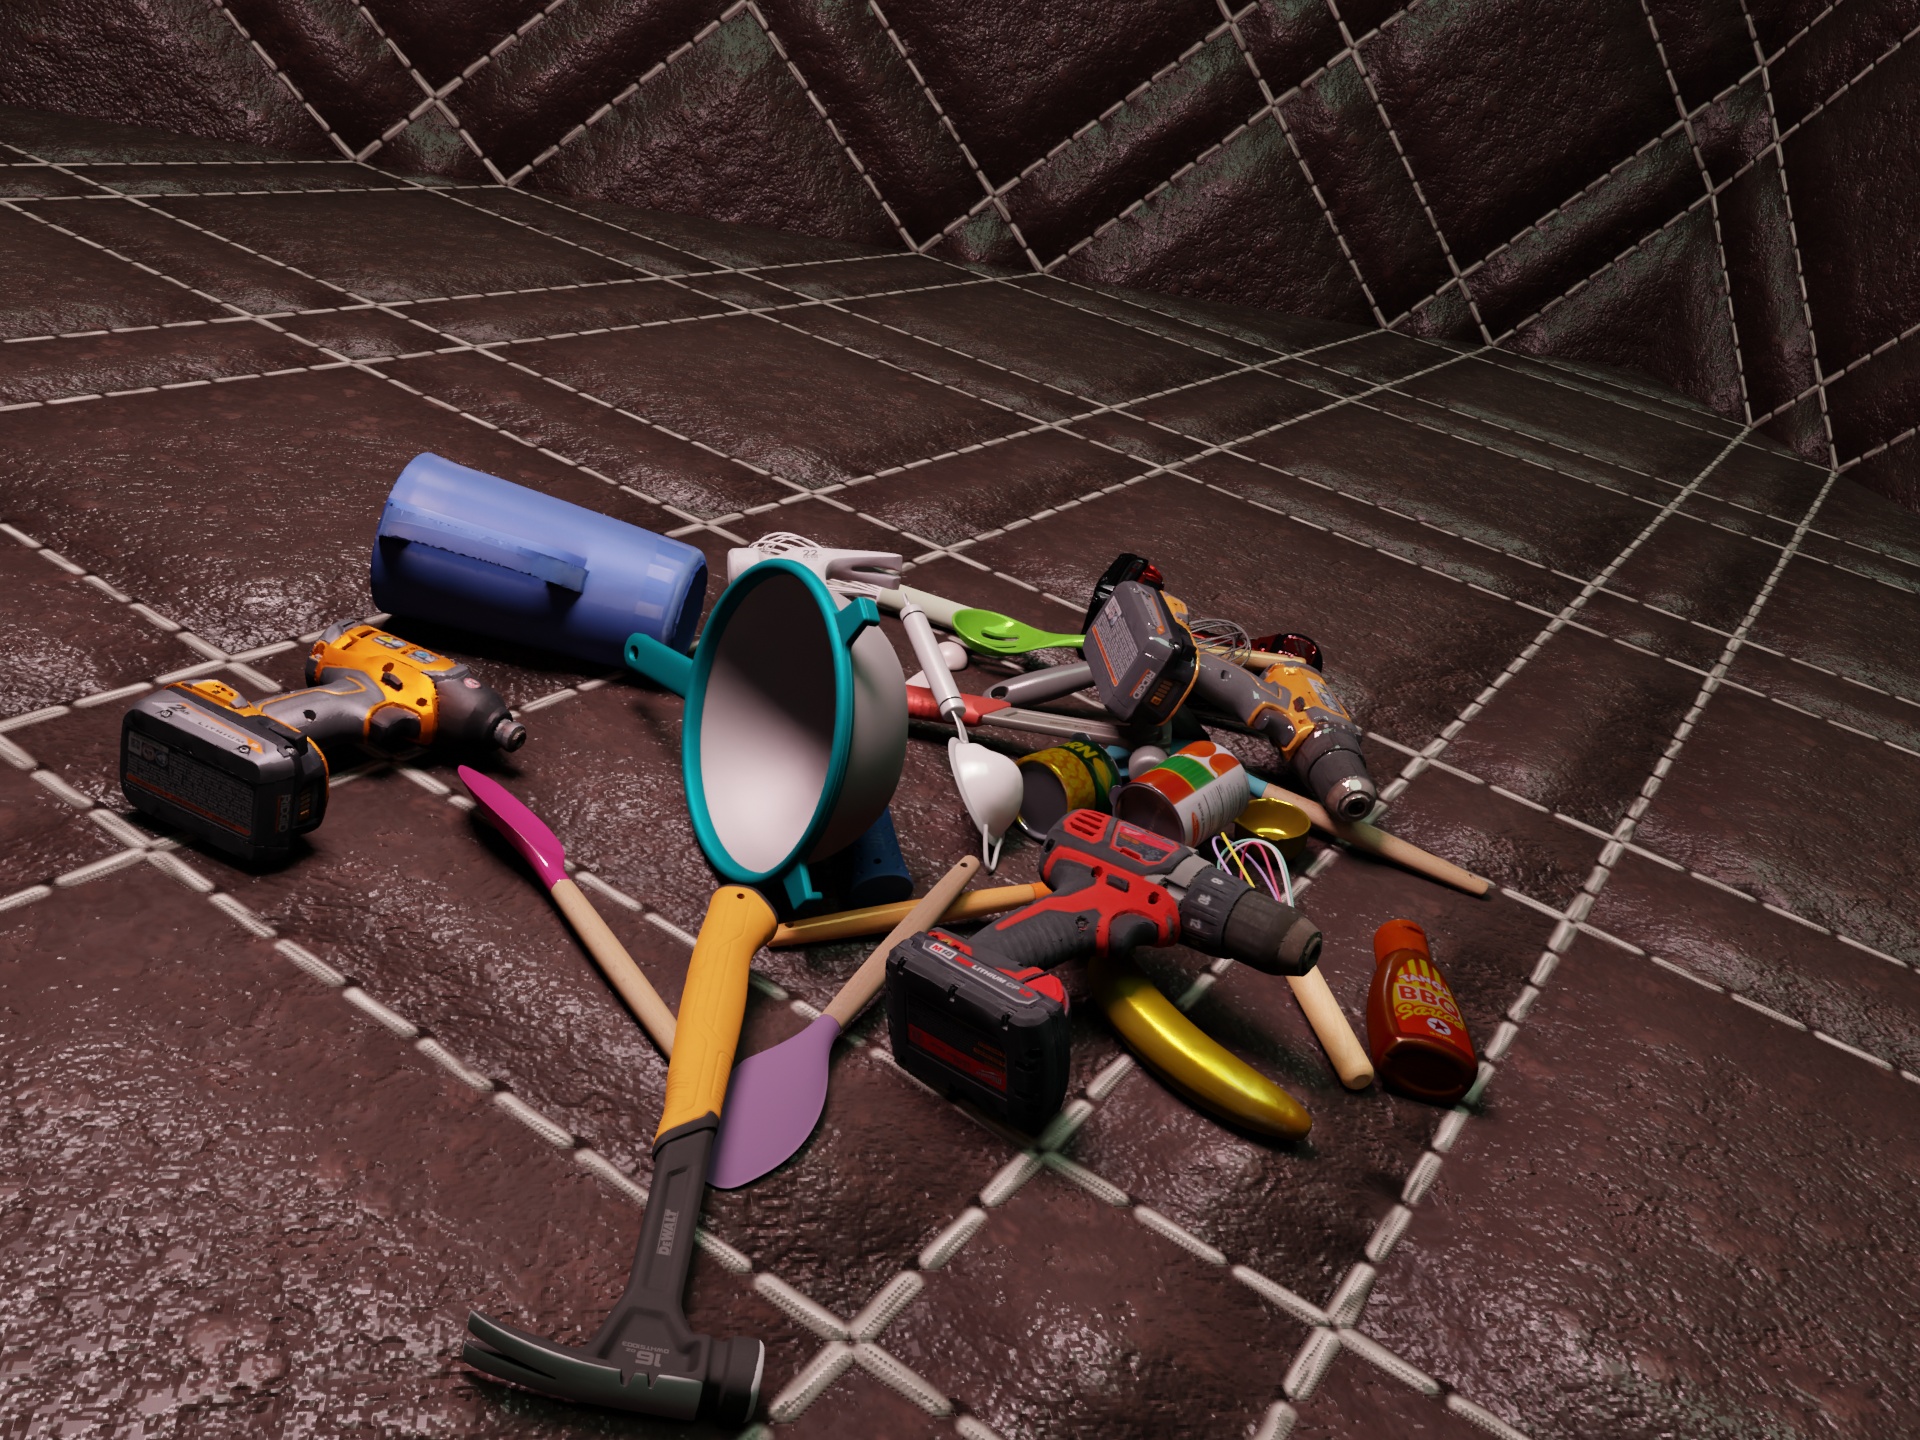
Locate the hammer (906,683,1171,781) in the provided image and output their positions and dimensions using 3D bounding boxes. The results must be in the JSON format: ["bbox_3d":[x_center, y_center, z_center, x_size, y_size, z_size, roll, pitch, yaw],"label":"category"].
[{"bbox_3d":[-0.009,-0.014,1.280,0.359,0.036,0.149,9,25,0],"label":"hammer"}]

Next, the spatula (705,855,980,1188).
[{"bbox_3d":[-0.061,0.164,0.929,0.060,0.018,0.316,22,35,17],"label":"spatula"}]

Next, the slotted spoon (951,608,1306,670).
[{"bbox_3d":[0.147,-0.064,1.409,0.314,0.031,0.070,6,30,5],"label":"slotted spoon"}]

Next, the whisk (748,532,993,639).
[{"bbox_3d":[-0.081,-0.121,1.476,0.246,0.059,0.058,18,64,3],"label":"whisk"}]

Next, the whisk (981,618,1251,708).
[{"bbox_3d":[0.134,-0.043,1.355,0.239,0.055,0.055,-14,31,-5],"label":"whisk"}]

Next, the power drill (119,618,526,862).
[{"bbox_3d":[-0.404,0.009,1.041,0.164,0.084,0.226,22,24,13],"label":"power drill"}]

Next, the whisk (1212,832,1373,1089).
[{"bbox_3d":[0.224,0.156,1.075,0.051,0.047,0.245,-6,34,-10],"label":"whisk"}]

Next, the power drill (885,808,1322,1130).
[{"bbox_3d":[0.086,0.141,0.936,0.188,0.080,0.227,22,36,34],"label":"power drill"}]

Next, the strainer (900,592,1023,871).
[{"bbox_3d":[-0.002,-0.004,1.185,0.086,0.050,0.259,46,16,-54],"label":"strainer"}]

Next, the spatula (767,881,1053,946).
[{"bbox_3d":[0.024,0.128,1.060,0.322,0.041,0.081,-6,30,-25],"label":"spatula"}]

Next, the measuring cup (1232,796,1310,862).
[{"bbox_3d":[0.189,0.084,1.225,0.156,0.029,0.062,3,29,6],"label":"measuring cup"}]

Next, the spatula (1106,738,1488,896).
[{"bbox_3d":[0.262,0.075,1.267,0.317,0.044,0.082,24,30,12],"label":"spatula"}]

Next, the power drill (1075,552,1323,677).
[{"bbox_3d":[0.232,-0.075,1.489,0.220,0.078,0.143,22,29,11],"label":"power drill"}]

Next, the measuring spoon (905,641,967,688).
[{"bbox_3d":[-0.026,-0.043,1.373,0.034,0.018,0.124,21,28,15],"label":"measuring spoon"}]

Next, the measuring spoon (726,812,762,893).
[{"bbox_3d":[-0.145,0.098,1.057,0.021,0.011,0.117,-9,34,-8],"label":"measuring spoon"}]

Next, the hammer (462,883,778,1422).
[{"bbox_3d":[-0.144,0.194,0.811,0.127,0.034,0.337,13,31,-6],"label":"hammer"}]

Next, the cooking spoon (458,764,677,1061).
[{"bbox_3d":[-0.230,0.117,0.960,0.319,0.017,0.068,41,1,40],"label":"cooking spoon"}]

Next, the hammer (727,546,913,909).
[{"bbox_3d":[-0.085,-0.014,1.193,0.144,0.035,0.406,-3,39,-12],"label":"hammer"}]

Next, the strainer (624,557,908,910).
[{"bbox_3d":[-0.130,-0.011,1.091,0.095,0.211,0.341,6,10,-34],"label":"strainer"}]

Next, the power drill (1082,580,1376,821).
[{"bbox_3d":[0.221,-0.009,1.256,0.226,0.084,0.186,22,26,-20],"label":"power drill"}]
